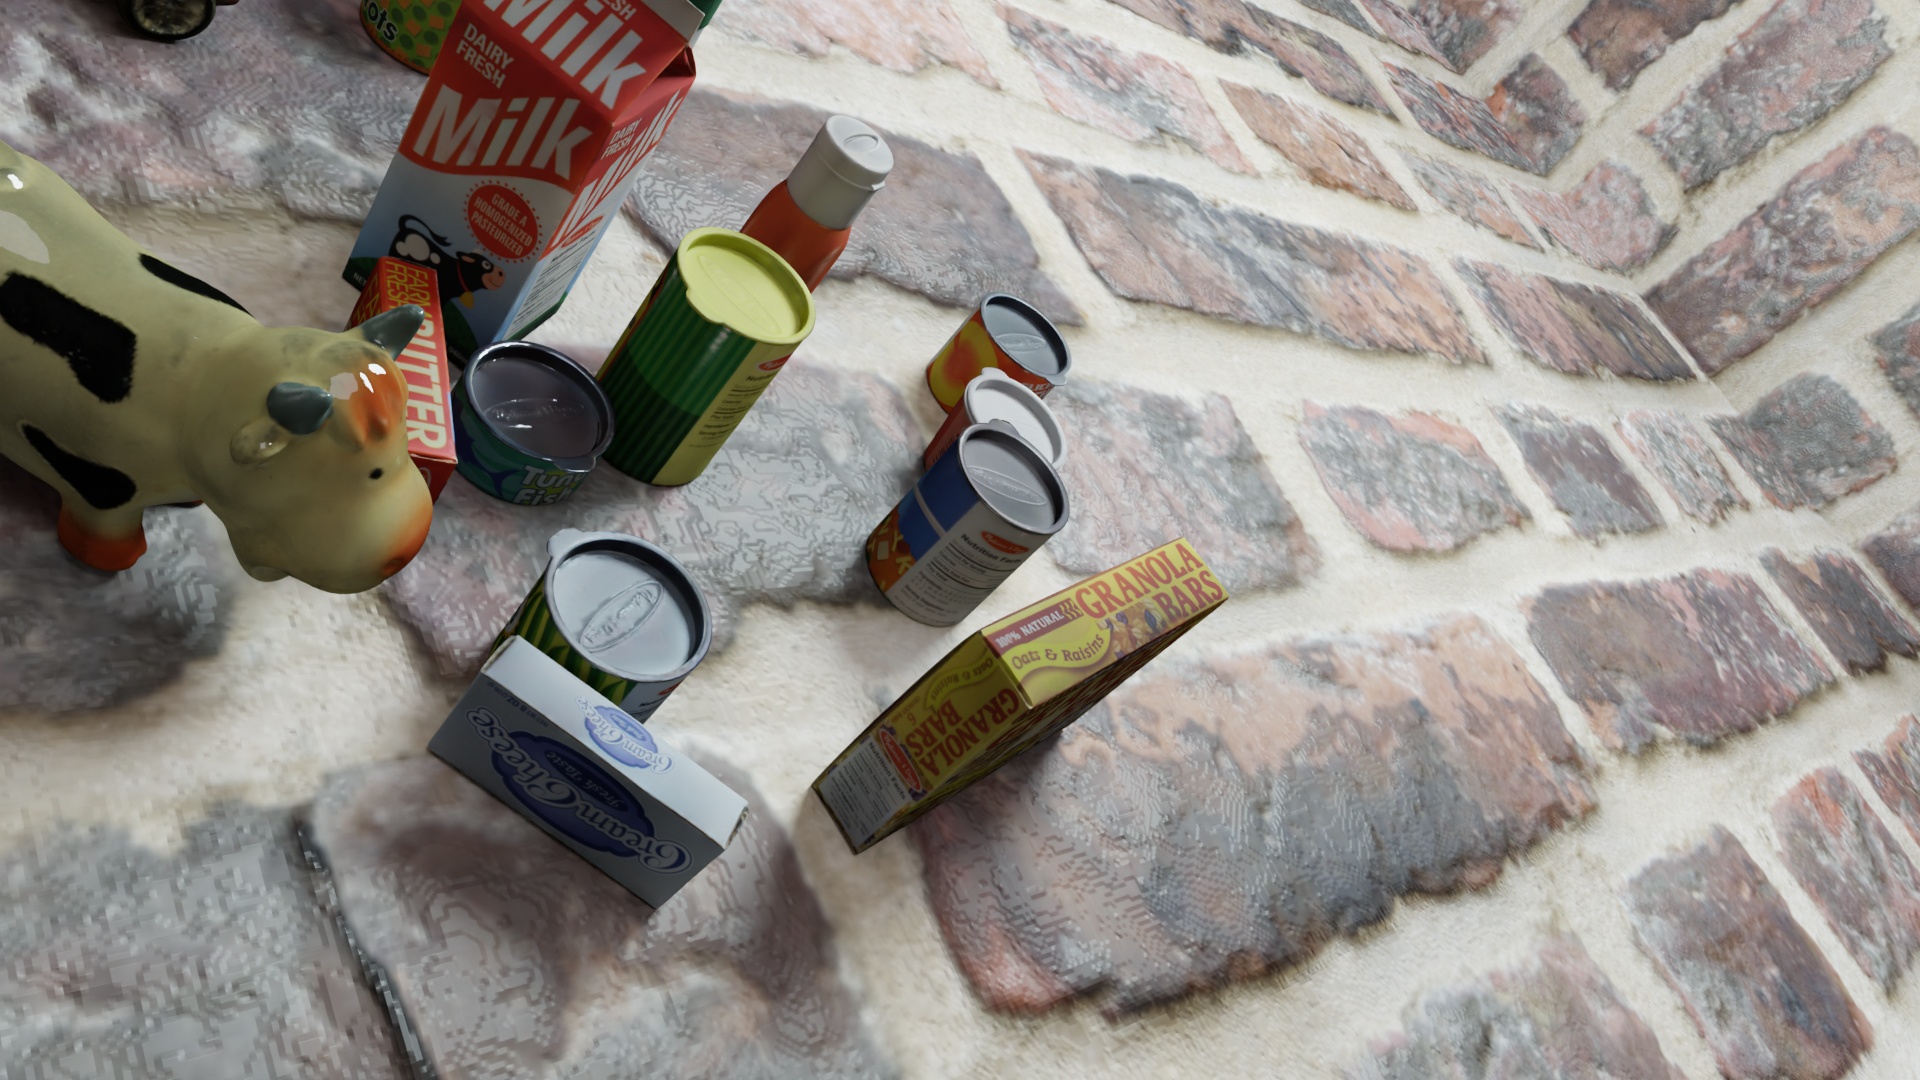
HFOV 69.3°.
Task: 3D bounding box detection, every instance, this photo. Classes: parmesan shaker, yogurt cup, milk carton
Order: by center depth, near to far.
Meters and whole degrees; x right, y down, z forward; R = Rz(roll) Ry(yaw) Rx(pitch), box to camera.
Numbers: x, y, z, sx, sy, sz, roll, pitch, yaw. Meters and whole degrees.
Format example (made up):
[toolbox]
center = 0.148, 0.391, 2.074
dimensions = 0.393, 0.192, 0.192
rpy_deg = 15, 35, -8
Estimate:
[milk carton]
center = -0.176, -0.165, 0.574
dimensions = 0.072, 0.189, 0.074
rpy_deg = 40, 36, -8
[parmesan shaker]
center = -0.120, -0.079, 0.618
dimensions = 0.071, 0.102, 0.072
rpy_deg = 26, 40, -24
[yogurt cup]
center = 0.017, -0.049, 0.764
dimensions = 0.072, 0.053, 0.073
rpy_deg = 26, 40, -24

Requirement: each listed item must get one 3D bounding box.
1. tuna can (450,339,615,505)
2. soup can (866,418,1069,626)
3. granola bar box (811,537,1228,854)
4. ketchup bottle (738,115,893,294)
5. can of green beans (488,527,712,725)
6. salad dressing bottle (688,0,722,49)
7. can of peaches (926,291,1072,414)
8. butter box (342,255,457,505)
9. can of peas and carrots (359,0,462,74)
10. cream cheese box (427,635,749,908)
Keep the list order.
[tuna can]
center = -0.182, -0.048, 0.587
dimensions = 0.071, 0.032, 0.071
rpy_deg = 26, 40, -24
[soup can]
center = 0.002, -0.009, 0.685
dimensions = 0.071, 0.083, 0.072
rpy_deg = 26, 40, -24
[granola bar box]
center = 0.029, 0.063, 0.607
dimensions = 0.166, 0.123, 0.039
rpy_deg = -20, 70, -51
[ketchup bottle]
center = -0.086, -0.137, 0.669
dimensions = 0.043, 0.148, 0.065
rpy_deg = 46, 36, 2
[can of green beans]
center = -0.137, 0.039, 0.525
dimensions = 0.071, 0.057, 0.071
rpy_deg = 26, 40, -24
[salad dressing bottle]
center = -0.160, -0.242, 0.701
dimensions = 0.044, 0.147, 0.064
rpy_deg = 31, 38, -19
[can of peaches]
center = 0.023, -0.101, 0.817
dimensions = 0.071, 0.057, 0.071
rpy_deg = 26, 40, -24
[butter box]
center = -0.220, -0.056, 0.541
dimensions = 0.024, 0.053, 0.104
rpy_deg = 10, 48, -38
[can of peas and carrots]
center = -0.267, -0.280, 0.710
dimensions = 0.071, 0.058, 0.071
rpy_deg = 26, 40, -24
[cream cheese box]
center = -0.131, 0.083, 0.491
dimensions = 0.104, 0.053, 0.024
rpy_deg = 38, 36, -9
